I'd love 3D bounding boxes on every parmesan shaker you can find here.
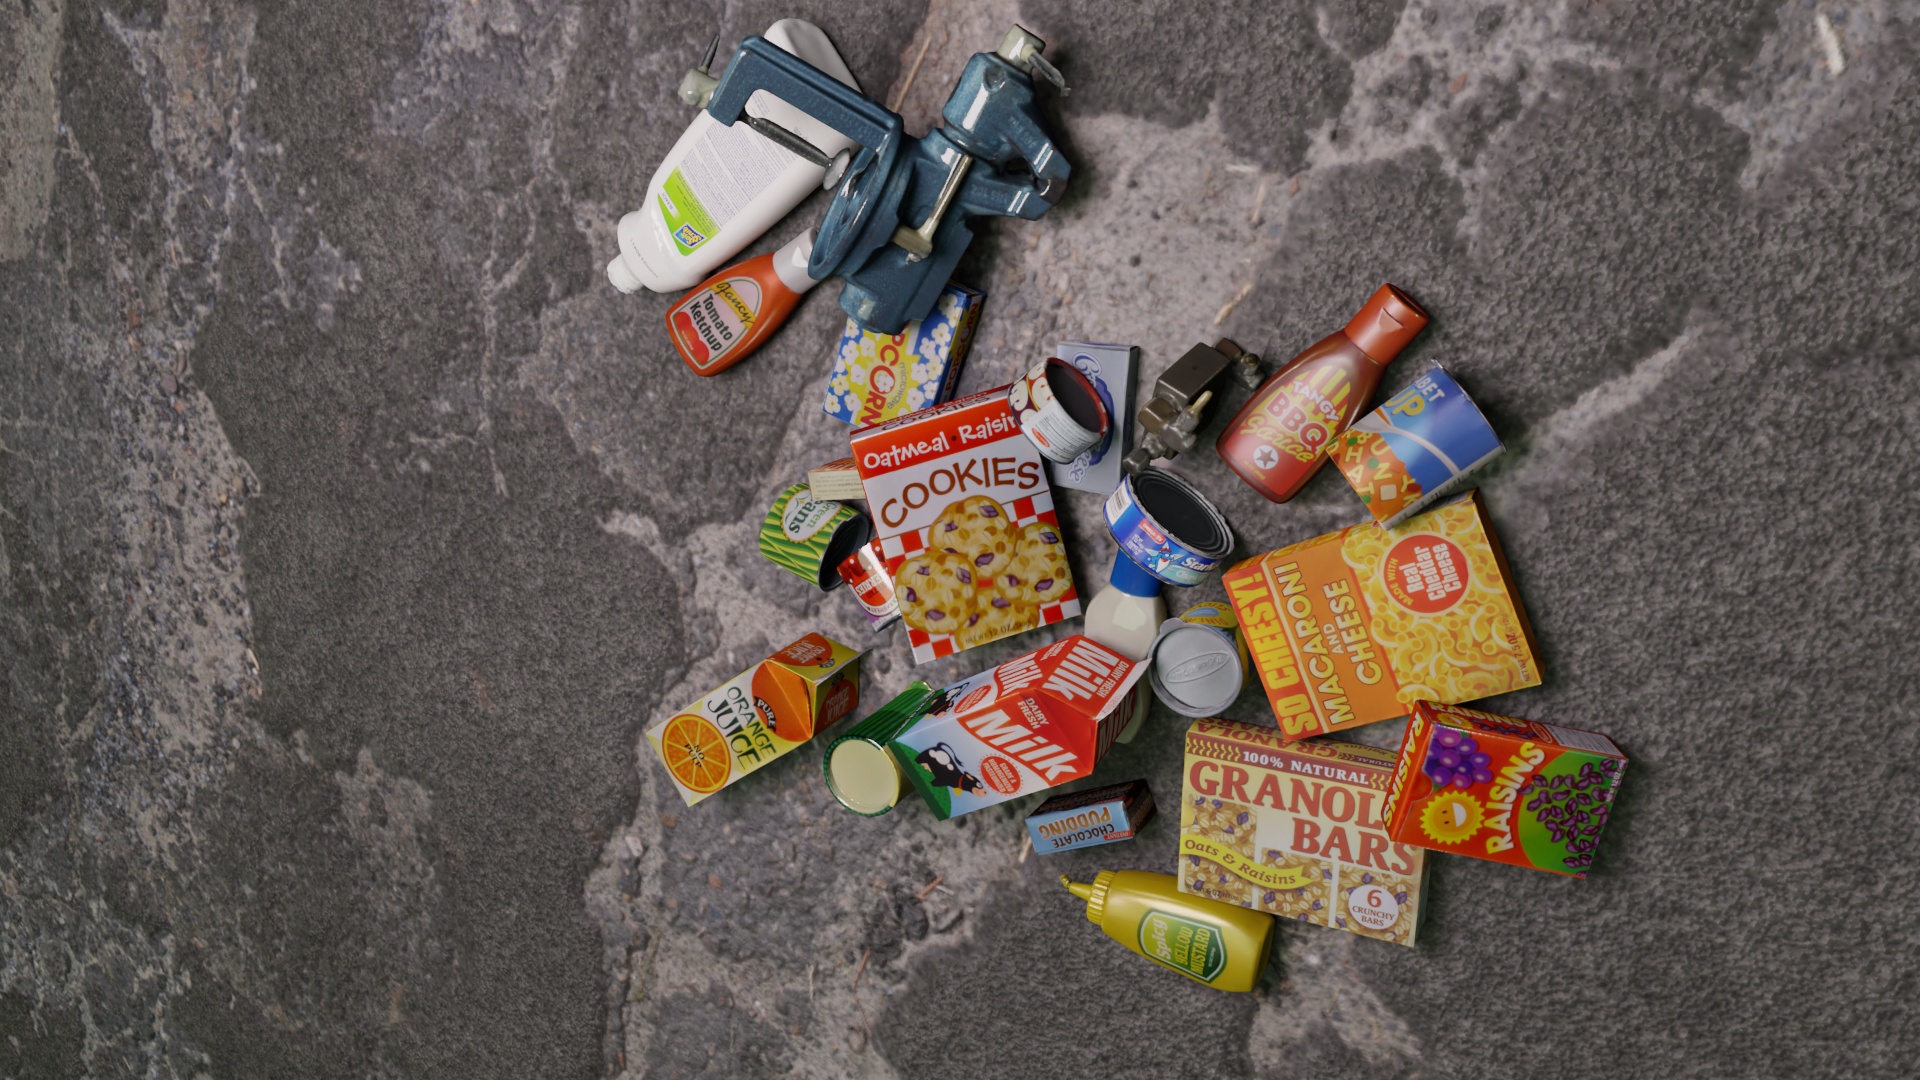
[{"bbox_3d":[-0.051,0.156,1.048,0.071,0.103,0.071,7,106,26],"label":"parmesan shaker"}]

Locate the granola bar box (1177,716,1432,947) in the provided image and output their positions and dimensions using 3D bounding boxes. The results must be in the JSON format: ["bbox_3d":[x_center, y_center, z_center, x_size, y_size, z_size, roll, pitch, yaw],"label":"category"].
[{"bbox_3d":[0.235,0.196,0.950,0.165,0.039,0.123,8,106,25],"label":"granola bar box"}]

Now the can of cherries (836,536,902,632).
[{"bbox_3d":[-0.051,0.027,1.034,0.071,0.072,0.058,-34,86,30],"label":"can of cherries"}]

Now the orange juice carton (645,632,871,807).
[{"bbox_3d":[-0.155,0.136,1.115,0.192,0.072,0.073,-32,88,30],"label":"orange juice carton"}]

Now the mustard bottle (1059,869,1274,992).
[{"bbox_3d":[0.144,0.275,1.010,0.160,0.049,0.065,13,109,24],"label":"mustard bottle"}]

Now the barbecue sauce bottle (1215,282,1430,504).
[{"bbox_3d":[0.230,-0.094,0.875,0.065,0.044,0.148,43,117,7],"label":"barbecue sauce bottle"}]

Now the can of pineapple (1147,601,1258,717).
[{"bbox_3d":[0.167,0.078,0.943,0.071,0.058,0.070,7,106,25],"label":"can of pineapple"}]

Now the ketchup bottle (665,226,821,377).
[{"bbox_3d":[-0.154,-0.184,1.049,0.148,0.044,0.064,-29,91,29],"label":"ketchup bottle"}]

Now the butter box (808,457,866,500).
[{"bbox_3d":[-0.057,-0.048,1.028,0.103,0.053,0.024,-1,104,28],"label":"butter box"}]

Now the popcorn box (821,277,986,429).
[{"bbox_3d":[-0.042,-0.136,1.007,0.085,0.038,0.126,27,114,20],"label":"popcorn box"}]

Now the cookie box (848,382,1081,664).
[{"bbox_3d":[0.003,-0.012,0.971,0.123,0.040,0.167,-17,105,-3],"label":"cookie box"}]

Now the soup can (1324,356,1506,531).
[{"bbox_3d":[0.271,-0.057,0.838,0.083,0.071,0.071,-36,85,13],"label":"soup can"}]

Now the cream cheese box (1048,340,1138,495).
[{"bbox_3d":[0.092,-0.085,0.959,0.053,0.024,0.103,10,107,24],"label":"cream cheese box"}]

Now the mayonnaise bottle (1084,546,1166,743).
[{"bbox_3d":[0.114,0.066,0.978,0.065,0.041,0.147,20,110,19],"label":"mayonnaise bottle"}]

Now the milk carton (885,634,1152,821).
[{"bbox_3d":[0.046,0.126,0.957,0.190,0.073,0.073,-26,101,39],"label":"milk carton"}]

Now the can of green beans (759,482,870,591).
[{"bbox_3d":[-0.111,-0.003,1.060,0.058,0.071,0.071,28,114,19],"label":"can of green beans"}]

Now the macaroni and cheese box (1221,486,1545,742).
[{"bbox_3d":[0.270,0.051,0.894,0.166,0.040,0.123,-19,94,29],"label":"macaroni and cheese box"}]

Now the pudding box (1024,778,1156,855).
[{"bbox_3d":[0.095,0.203,1.017,0.083,0.050,0.030,-17,93,30],"label":"pudding box"}]

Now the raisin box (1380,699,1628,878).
[{"bbox_3d":[0.334,0.154,0.860,0.123,0.040,0.085,11,109,-1],"label":"raisin box"}]

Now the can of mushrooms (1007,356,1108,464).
[{"bbox_3d":[0.065,-0.088,0.920,0.033,0.071,0.071,-37,85,31],"label":"can of mushrooms"}]
